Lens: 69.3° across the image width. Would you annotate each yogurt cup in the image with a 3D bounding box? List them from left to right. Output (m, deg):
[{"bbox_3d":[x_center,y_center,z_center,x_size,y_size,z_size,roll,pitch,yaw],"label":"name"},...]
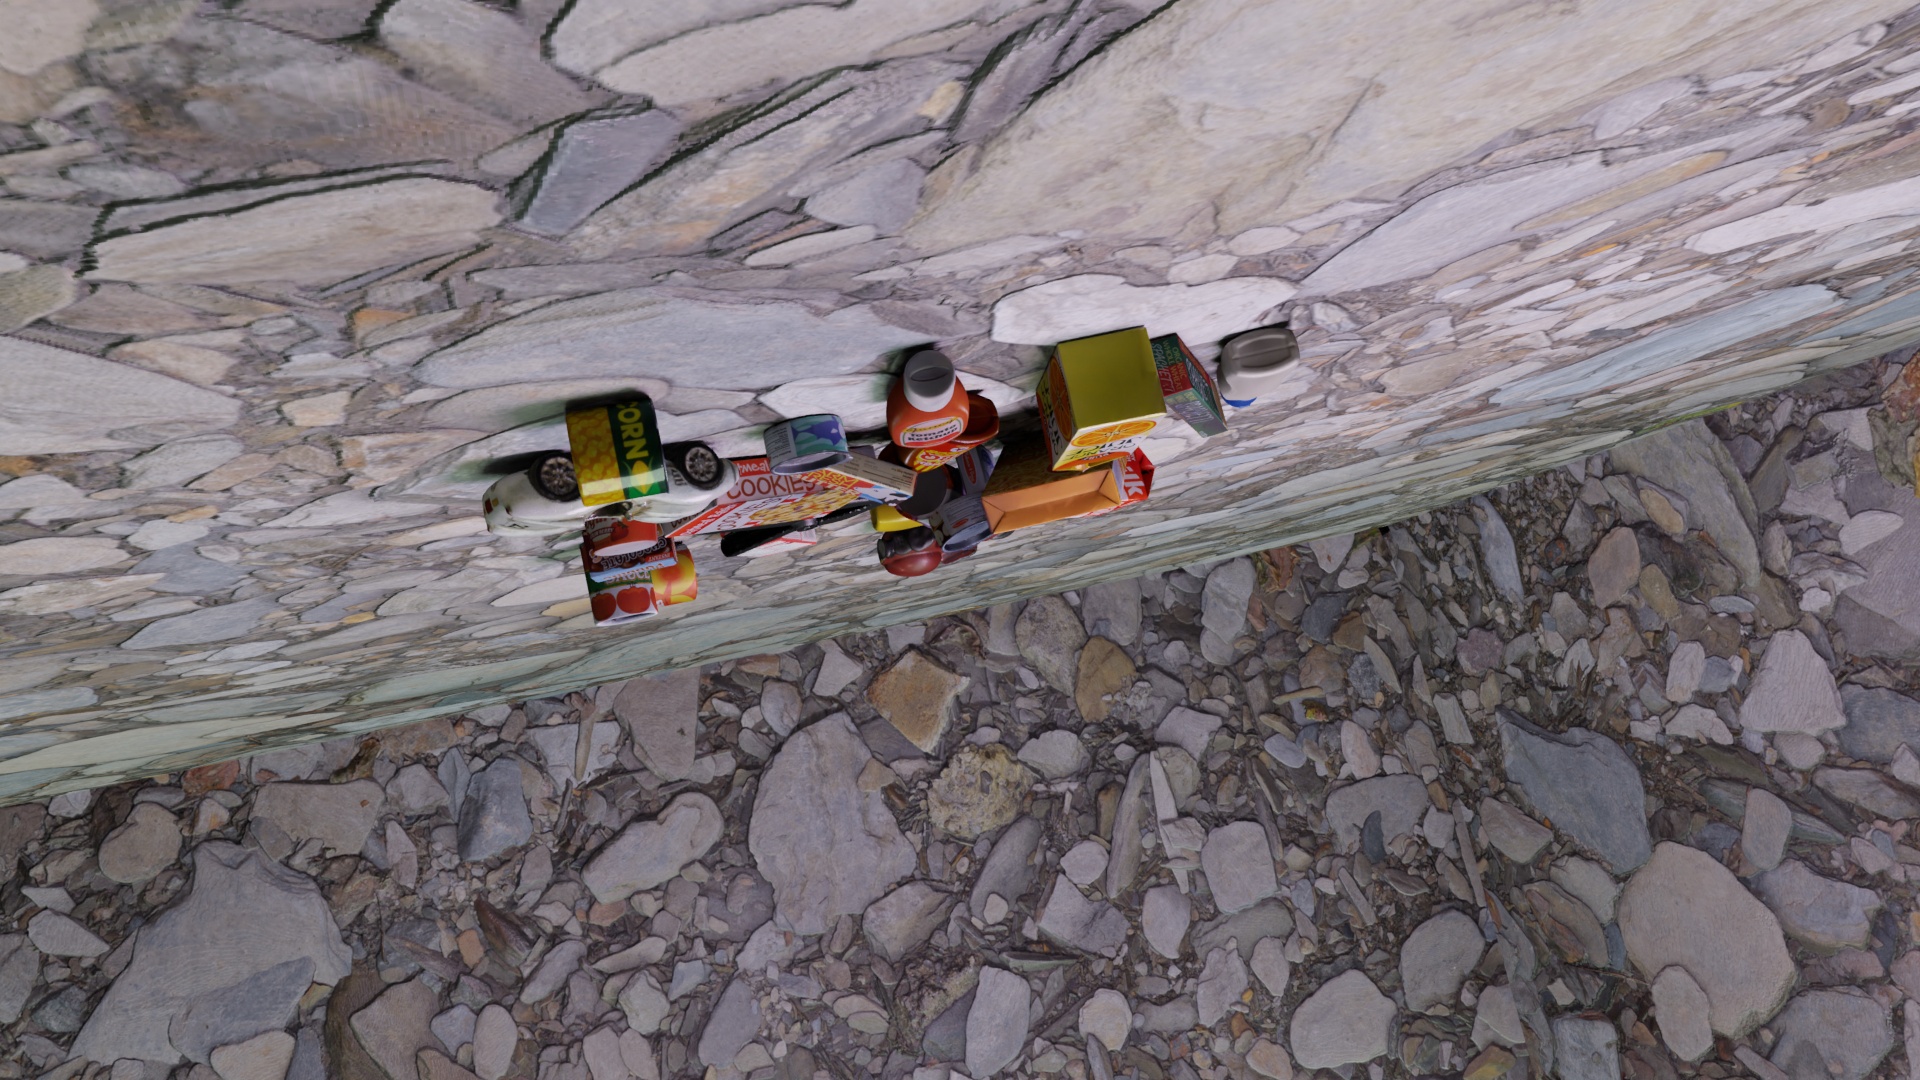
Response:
[{"bbox_3d":[-0.292,-0.019,1.192,0.072,0.054,0.072,-13,173,-1],"label":"yogurt cup"}]

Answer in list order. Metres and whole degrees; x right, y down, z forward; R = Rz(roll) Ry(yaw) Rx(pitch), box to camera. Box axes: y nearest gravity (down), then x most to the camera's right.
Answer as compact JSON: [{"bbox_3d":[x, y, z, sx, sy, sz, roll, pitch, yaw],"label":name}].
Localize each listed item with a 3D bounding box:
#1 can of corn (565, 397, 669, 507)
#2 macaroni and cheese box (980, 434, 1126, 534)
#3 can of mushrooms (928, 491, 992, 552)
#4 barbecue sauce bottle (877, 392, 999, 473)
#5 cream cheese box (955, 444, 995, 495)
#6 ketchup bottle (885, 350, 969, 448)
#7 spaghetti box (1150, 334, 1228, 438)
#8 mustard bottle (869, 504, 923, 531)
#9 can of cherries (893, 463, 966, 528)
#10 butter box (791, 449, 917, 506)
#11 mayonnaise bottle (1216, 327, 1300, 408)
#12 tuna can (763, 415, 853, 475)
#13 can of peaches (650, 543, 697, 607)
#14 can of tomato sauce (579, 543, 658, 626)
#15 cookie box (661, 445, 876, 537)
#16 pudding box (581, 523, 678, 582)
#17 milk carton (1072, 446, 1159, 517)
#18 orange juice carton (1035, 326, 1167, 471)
[{"bbox_3d":[-0.232,-0.061,0.937,0.058,0.071,0.071,-11,172,-13],"label":"can of corn"},{"bbox_3d":[0.093,-0.065,1.321,0.123,0.040,0.167,-12,-162,13],"label":"macaroni and cheese box"},{"bbox_3d":[0.005,-0.017,1.335,0.071,0.033,0.071,-24,164,-7],"label":"can of mushrooms"},{"bbox_3d":[-0.027,-0.085,1.194,0.065,0.044,0.148,-6,170,-28],"label":"barbecue sauce bottle"},{"bbox_3d":[0.019,-0.066,1.382,0.024,0.053,0.104,-16,172,10],"label":"cream cheese box"},{"bbox_3d":[-0.024,-0.106,1.040,0.065,0.043,0.148,-12,172,-4],"label":"ketchup bottle"},{"bbox_3d":[0.201,-0.131,1.218,0.028,0.050,0.250,-17,172,16],"label":"spaghetti box"},{"bbox_3d":[-0.017,-0.047,1.486,0.160,0.049,0.065,-12,173,-13],"label":"mustard bottle"},{"bbox_3d":[-0.032,-0.049,1.372,0.071,0.071,0.058,-15,168,17],"label":"can of cherries"},{"bbox_3d":[-0.094,-0.058,1.200,0.103,0.024,0.053,17,164,-19],"label":"butter box"},{"bbox_3d":[0.255,-0.149,1.221,0.065,0.041,0.148,-12,174,2],"label":"mayonnaise bottle"},{"bbox_3d":[-0.123,-0.077,1.125,0.071,0.033,0.071,-13,173,-2],"label":"tuna can"},{"bbox_3d":[-0.326,0.042,1.531,0.058,0.071,0.071,-11,172,-24],"label":"can of peaches"},{"bbox_3d":[-0.350,0.040,1.426,0.071,0.083,0.071,-13,173,-2],"label":"can of tomato sauce"},{"bbox_3d":[-0.174,-0.045,1.261,0.168,0.040,0.122,-9,172,-35],"label":"cookie box"},{"bbox_3d":[-0.323,0.008,1.357,0.084,0.050,0.030,-12,171,-4],"label":"pudding box"},{"bbox_3d":[0.136,-0.067,1.500,0.072,0.073,0.191,-19,171,41],"label":"milk carton"},{"bbox_3d":[0.108,-0.109,1.141,0.073,0.072,0.192,-12,172,-6],"label":"orange juice carton"}]
